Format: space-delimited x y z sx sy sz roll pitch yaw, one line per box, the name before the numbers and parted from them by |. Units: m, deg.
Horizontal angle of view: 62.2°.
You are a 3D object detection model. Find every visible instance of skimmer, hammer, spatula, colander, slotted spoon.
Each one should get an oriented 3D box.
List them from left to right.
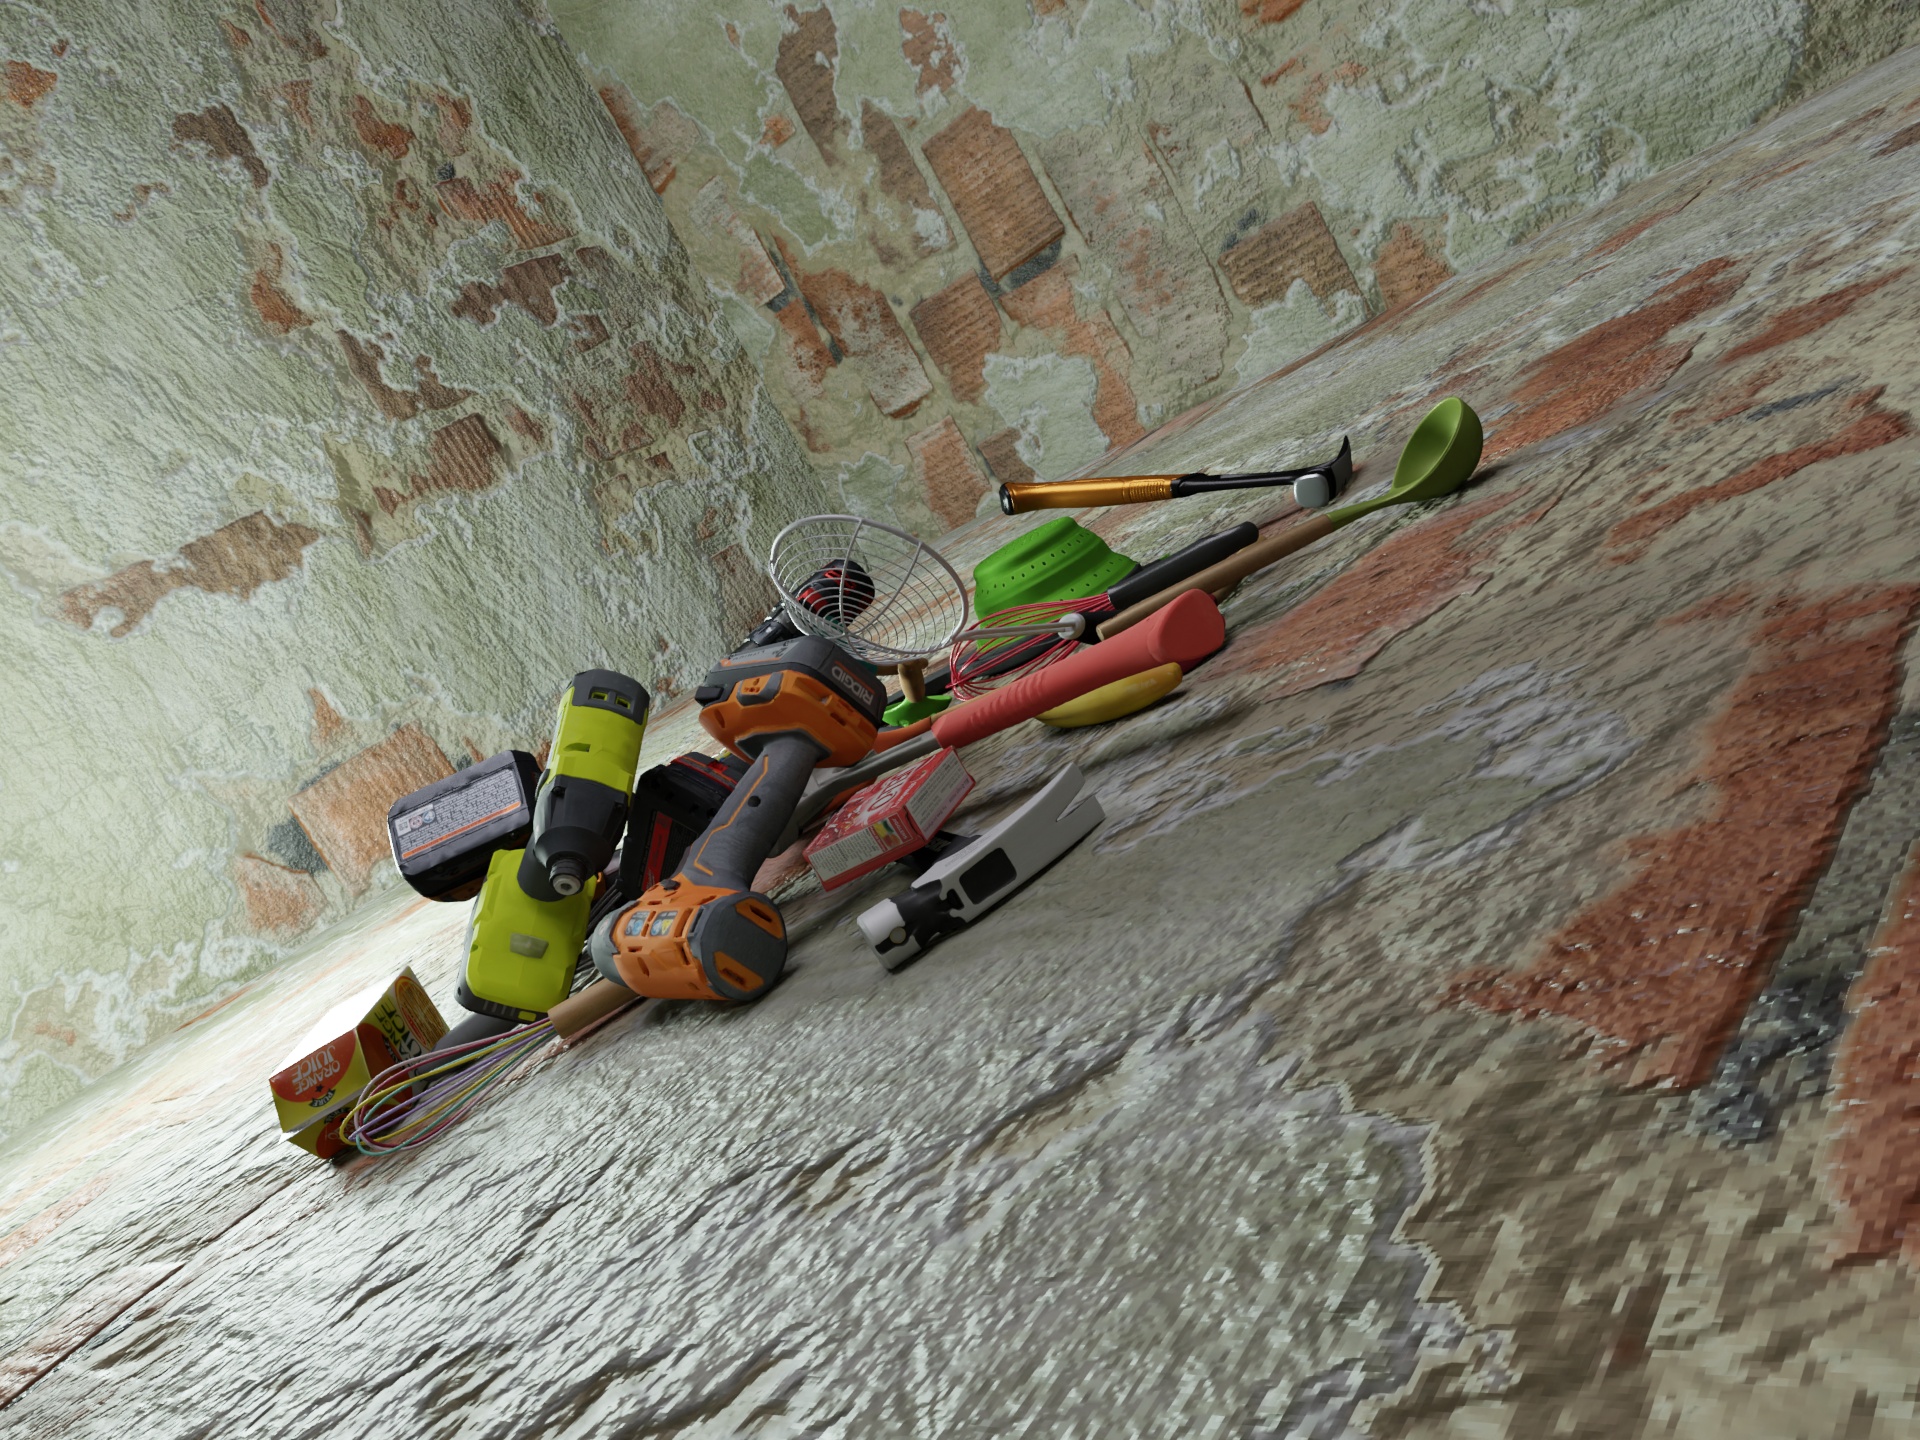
spatula | -0.091 -0.062 1.638 0.082 0.044 0.317 -54 -11 12
slotted spoon | -0.040 -0.025 1.312 0.070 0.031 0.313 -12 -7 -2
hammer | -0.026 0.072 0.970 0.146 0.035 0.335 -33 10 -12
spatula | -0.002 -0.004 1.255 0.322 0.081 0.041 -22 -5 20
colander | 0.009 -0.095 1.544 0.397 0.094 0.204 -27 10 16
hammer | 0.017 -0.005 1.014 0.359 0.036 0.149 -25 12 39
skimmer | 0.031 -0.090 1.082 0.127 0.090 0.363 -18 -8 42
hammer | 0.194 -0.221 1.485 0.337 0.034 0.127 0 24 28

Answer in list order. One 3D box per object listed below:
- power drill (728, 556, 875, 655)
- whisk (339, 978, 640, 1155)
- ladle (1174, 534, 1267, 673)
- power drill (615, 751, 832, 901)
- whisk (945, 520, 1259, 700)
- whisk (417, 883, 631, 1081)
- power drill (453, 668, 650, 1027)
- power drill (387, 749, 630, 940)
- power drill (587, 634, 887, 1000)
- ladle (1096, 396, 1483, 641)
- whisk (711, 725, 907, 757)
power drill | -0.173 -0.049 1.611 0.188 0.080 0.226 -43 -14 -25
whisk | -0.281 0.207 1.022 0.245 0.047 0.051 -29 27 -14
ladle | 0.196 -0.097 1.206 0.069 0.031 0.315 -22 11 29
power drill | -0.154 0.060 1.175 0.220 0.078 0.143 -41 -27 -55
whisk | 0.109 -0.090 1.293 0.296 0.073 0.073 -26 10 25
whisk | -0.299 0.185 1.179 0.239 0.055 0.055 -38 11 -18
power drill | -0.269 0.097 1.056 0.171 0.080 0.223 -91 25 -47
power drill | -0.321 0.109 1.256 0.185 0.084 0.226 -24 -31 -1
power drill | -0.147 0.066 0.983 0.164 0.084 0.227 -10 50 45
ladle | 0.233 -0.140 1.128 0.320 0.062 0.078 -26 6 -9
whisk | -0.134 0.038 1.426 0.284 0.070 0.070 -12 19 47
